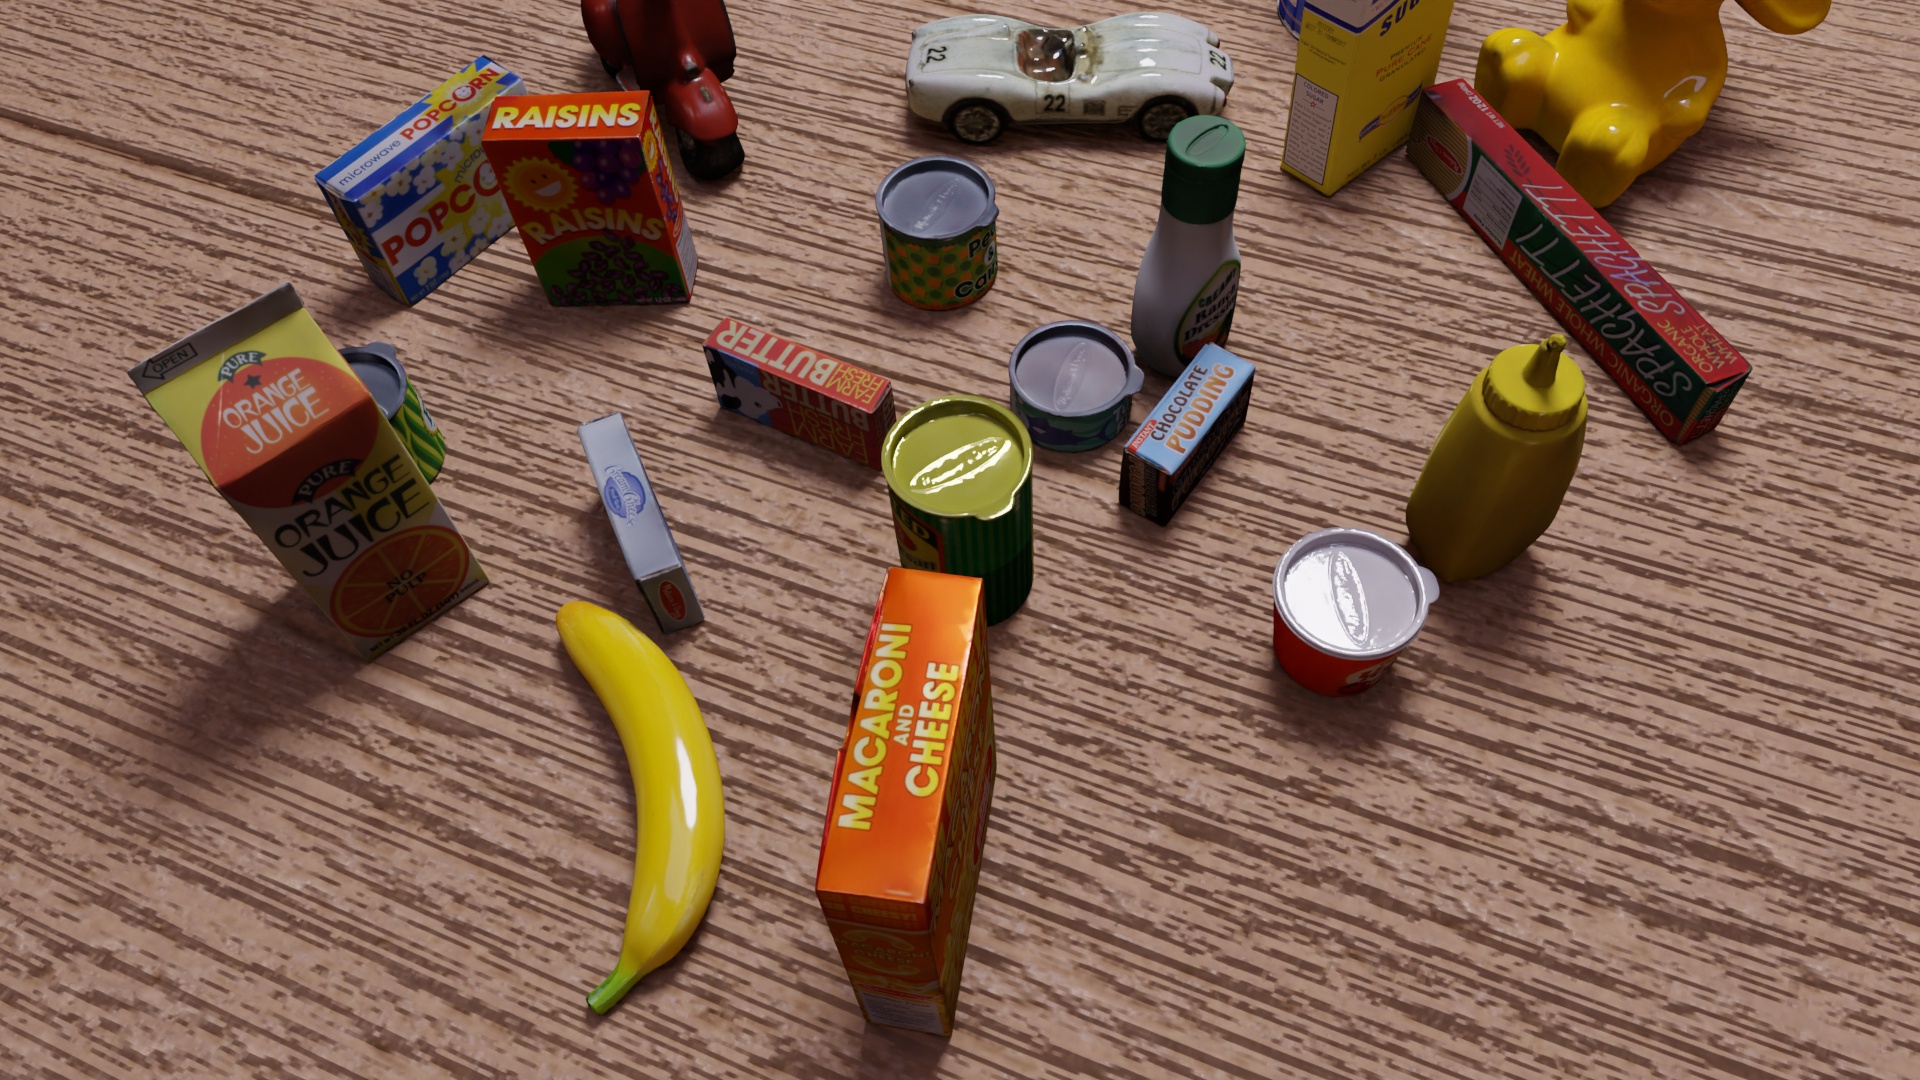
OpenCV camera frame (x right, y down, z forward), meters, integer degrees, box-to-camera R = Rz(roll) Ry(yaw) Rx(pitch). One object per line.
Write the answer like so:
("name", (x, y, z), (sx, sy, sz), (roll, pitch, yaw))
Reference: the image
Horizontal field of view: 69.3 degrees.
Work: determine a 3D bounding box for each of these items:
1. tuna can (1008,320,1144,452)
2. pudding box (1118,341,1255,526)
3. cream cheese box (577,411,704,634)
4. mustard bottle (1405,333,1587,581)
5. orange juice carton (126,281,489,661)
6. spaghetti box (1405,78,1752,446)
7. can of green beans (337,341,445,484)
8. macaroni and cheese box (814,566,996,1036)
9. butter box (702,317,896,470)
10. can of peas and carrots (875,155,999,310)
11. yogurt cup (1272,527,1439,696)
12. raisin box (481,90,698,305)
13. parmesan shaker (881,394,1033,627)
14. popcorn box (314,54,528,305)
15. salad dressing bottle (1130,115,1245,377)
("tuna can", (0.061, -0.081, 0.733), (0.071, 0.032, 0.071), (-2, 56, 2))
("pudding box", (0.114, -0.054, 0.702), (0.030, 0.049, 0.084), (30, 63, 21))
("cream cheese box", (-0.158, -0.009, 0.686), (0.024, 0.053, 0.104), (-22, 58, -11))
("mustard bottle", (0.244, -0.042, 0.620), (0.065, 0.159, 0.049), (-23, 58, -11))
("orange juice carton", (-0.291, -0.033, 0.627), (0.072, 0.191, 0.073), (-37, 62, -19))
("spaghetti box", (0.328, -0.158, 0.757), (0.029, 0.050, 0.251), (-21, 58, -10))
("can of green beans", (-0.311, -0.058, 0.725), (0.071, 0.057, 0.071), (-2, 56, 2))
("macaroni and cheese box", (-0.016, 0.106, 0.533), (0.040, 0.165, 0.124), (6, 57, 8))
("butter box", (-0.082, -0.077, 0.726), (0.103, 0.053, 0.024), (23, 61, 17))
("can of peas and carrots", (-0.010, -0.172, 0.782), (0.071, 0.058, 0.071), (-2, 56, 2))
("yogurt cup", (0.174, 0.036, 0.636), (0.072, 0.053, 0.073), (-2, 56, 2))
("raisin box", (-0.199, -0.186, 0.764), (0.086, 0.122, 0.040), (0, 57, 3))
("parmesan shaker", (0.002, -0.008, 0.646), (0.071, 0.102, 0.071), (-2, 57, 3))
("popcorn box", (-0.300, -0.209, 0.808), (0.038, 0.084, 0.127), (31, 64, 22))
("salad dressing bottle", (0.117, -0.146, 0.704), (0.064, 0.147, 0.044), (-40, 63, -20))
